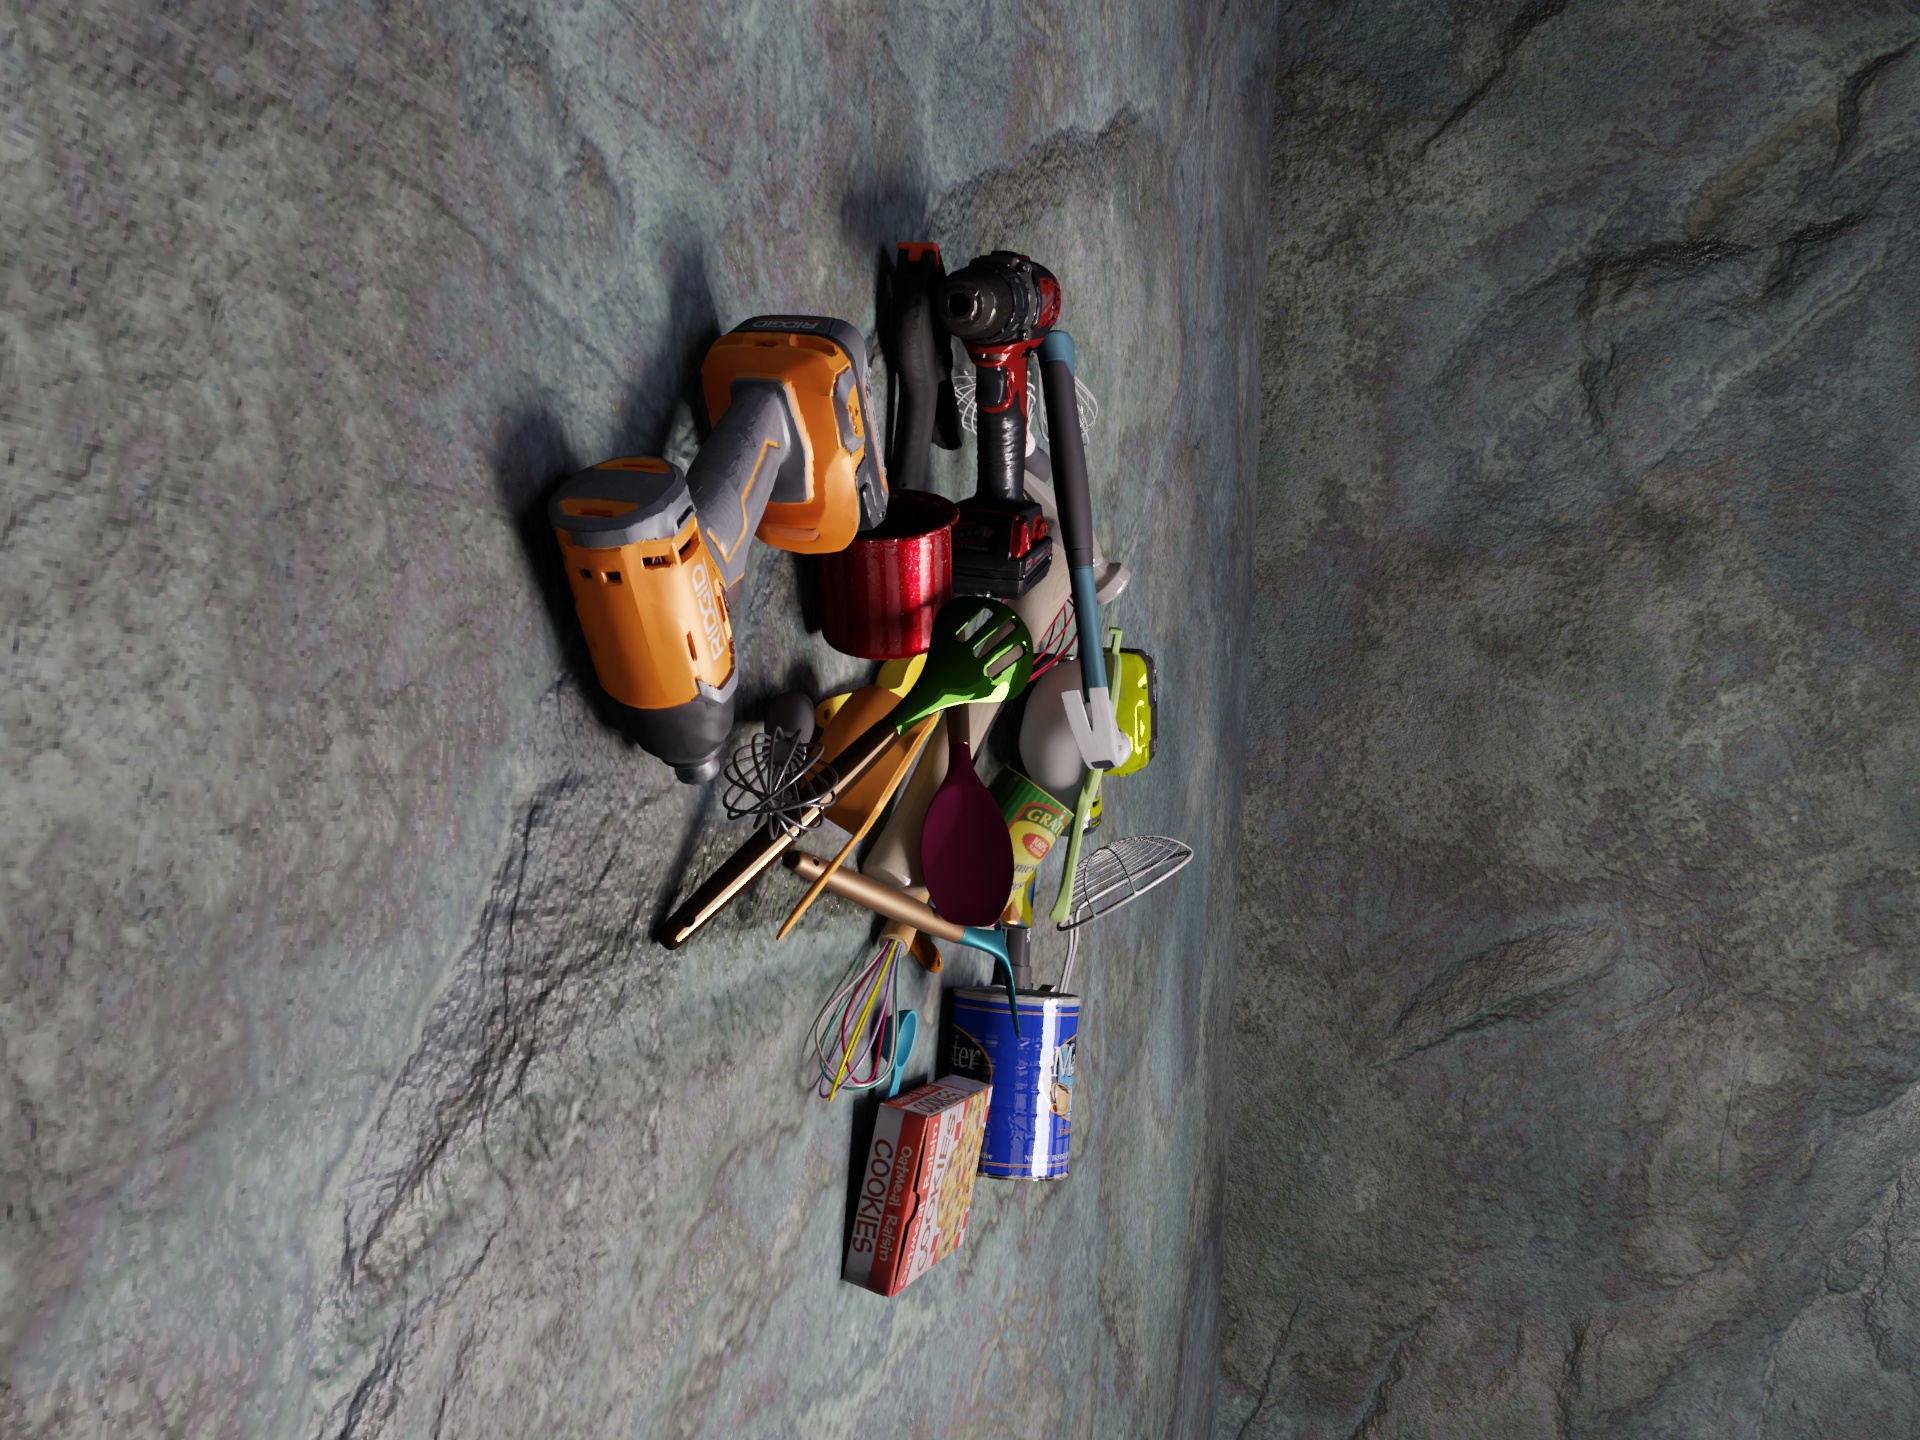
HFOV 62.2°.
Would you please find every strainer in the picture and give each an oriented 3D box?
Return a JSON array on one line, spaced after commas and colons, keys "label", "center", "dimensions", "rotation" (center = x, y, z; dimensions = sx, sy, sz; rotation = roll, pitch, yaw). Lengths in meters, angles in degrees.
[{"label": "strainer", "center": [0.077, 0.049, 1.319], "dimensions": [0.151, 0.069, 0.257], "rotation": [106, -3, -54]}]

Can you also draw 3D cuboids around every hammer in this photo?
[{"label": "hammer", "center": [0.014, -0.034, 1.198], "dimensions": [0.146, 0.038, 0.411], "rotation": [43, 46, -16]}, {"label": "hammer", "center": [0.061, 0.102, 1.429], "dimensions": [0.146, 0.035, 0.335], "rotation": [28, 65, -70]}, {"label": "hammer", "center": [0.090, -0.128, 1.205], "dimensions": [0.128, 0.033, 0.331], "rotation": [2, 81, -77]}]

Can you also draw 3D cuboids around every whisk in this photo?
[{"label": "whisk", "center": [-0.048, 0.164, 1.072], "dimensions": [0.245, 0.051, 0.047], "rotation": [-67, 148, -56]}, {"label": "whisk", "center": [0.030, -0.027, 1.280], "dimensions": [0.296, 0.073, 0.073], "rotation": [-60, 148, -45]}, {"label": "whisk", "center": [0.045, -0.236, 1.302], "dimensions": [0.284, 0.070, 0.070], "rotation": [27, 66, -77]}, {"label": "whisk", "center": [-0.089, 0.013, 0.817], "dimensions": [0.239, 0.055, 0.055], "rotation": [-109, -162, -78]}, {"label": "whisk", "center": [0.074, -0.322, 1.413], "dimensions": [0.058, 0.059, 0.246], "rotation": [59, 2, 33]}]

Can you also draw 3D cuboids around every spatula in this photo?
[{"label": "spatula", "center": [-0.026, 0.141, 1.072], "dimensions": [0.317, 0.044, 0.082], "rotation": [34, 39, -51]}]

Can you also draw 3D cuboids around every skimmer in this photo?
[{"label": "skimmer", "center": [0.113, 0.248, 1.380], "dimensions": [0.127, 0.090, 0.363], "rotation": [-29, 138, -46]}]

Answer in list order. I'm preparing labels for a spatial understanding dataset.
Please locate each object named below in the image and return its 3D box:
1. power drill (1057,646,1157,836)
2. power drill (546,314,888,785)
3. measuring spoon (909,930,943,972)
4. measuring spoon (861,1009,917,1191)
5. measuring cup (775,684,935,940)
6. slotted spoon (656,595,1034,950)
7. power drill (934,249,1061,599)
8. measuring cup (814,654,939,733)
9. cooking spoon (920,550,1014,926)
[{"label": "power drill", "center": [0.133, 0.003, 1.588], "dimensions": [0.223, 0.080, 0.171], "rotation": [-33, 124, -66]}, {"label": "power drill", "center": [-0.111, -0.086, 0.780], "dimensions": [0.227, 0.084, 0.164], "rotation": [-62, 152, -47]}, {"label": "measuring spoon", "center": [-0.027, 0.168, 1.189], "dimensions": [0.116, 0.011, 0.021], "rotation": [58, 38, -61]}, {"label": "measuring spoon", "center": [-0.058, 0.263, 1.106], "dimensions": [0.042, 0.021, 0.129], "rotation": [45, 58, -70]}, {"label": "measuring cup", "center": [-0.079, 0.051, 0.934], "dimensions": [0.174, 0.052, 0.095], "rotation": [-55, 176, -33]}, {"label": "slotted spoon", "center": [-0.054, 0.022, 0.880], "dimensions": [0.070, 0.031, 0.314], "rotation": [49, 55, -3]}, {"label": "power drill", "center": [0.018, -0.200, 1.073], "dimensions": [0.188, 0.080, 0.226], "rotation": [-46, 142, -69]}, {"label": "measuring cup", "center": [-0.062, -0.012, 1.051], "dimensions": [0.156, 0.029, 0.062], "rotation": [-13, 103, -60]}, {"label": "cooking spoon", "center": [-0.002, -0.004, 1.131], "dimensions": [0.017, 0.068, 0.319], "rotation": [129, -36, -55]}]
